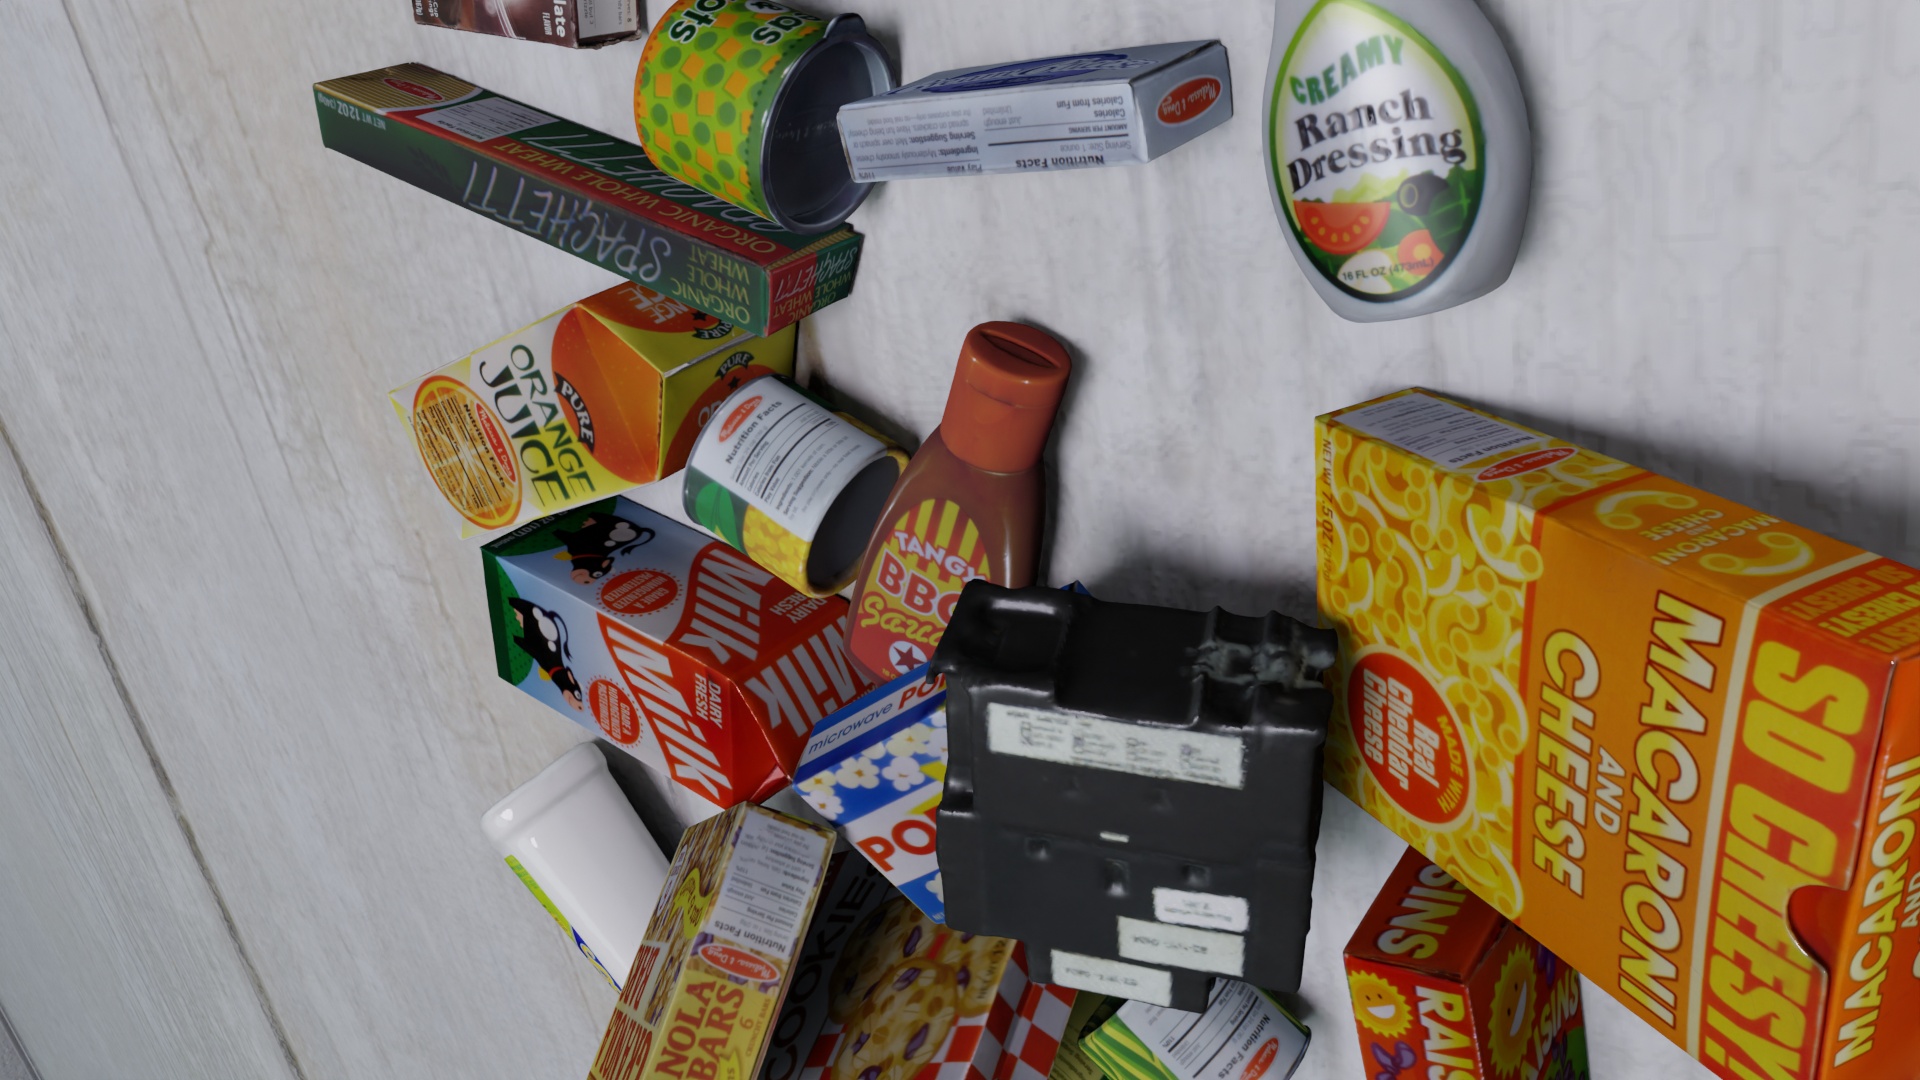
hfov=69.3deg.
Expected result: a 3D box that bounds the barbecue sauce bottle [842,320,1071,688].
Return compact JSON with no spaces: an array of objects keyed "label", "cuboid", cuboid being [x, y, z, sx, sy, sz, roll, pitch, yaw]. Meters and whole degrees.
[{"label":"barbecue sauce bottle","cuboid":[0.002,-0.006,0.492,0.065,0.044,0.147,27,128,12]}]

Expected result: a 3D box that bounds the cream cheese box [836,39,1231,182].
[{"label":"cream cheese box","cuboid":[0.020,-0.124,0.405,0.104,0.053,0.024,7,120,36]}]

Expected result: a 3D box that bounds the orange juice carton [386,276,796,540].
[{"label":"orange juice carton","cuboid":[-0.142,-0.059,0.557,0.192,0.072,0.073,-12,106,42]}]

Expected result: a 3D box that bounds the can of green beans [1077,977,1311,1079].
[{"label":"can of green beans","cuboid":[0.086,0.184,0.516,0.058,0.071,0.071,44,133,11]}]

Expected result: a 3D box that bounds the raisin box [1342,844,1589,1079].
[{"label":"raisin box","cuboid":[0.159,0.154,0.426,0.040,0.086,0.123,1,114,40]}]

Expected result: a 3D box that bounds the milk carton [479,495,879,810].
[{"label":"milk carton","cuboid":[-0.112,0.050,0.594,0.191,0.073,0.073,22,126,27]}]

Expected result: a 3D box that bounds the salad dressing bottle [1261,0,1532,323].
[{"label":"salad dressing bottle","cuboid":[0.100,-0.130,0.344,0.064,0.044,0.147,-4,111,38]}]

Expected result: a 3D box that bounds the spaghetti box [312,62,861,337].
[{"label":"spaghetti box","cuboid":[-0.151,-0.137,0.536,0.250,0.050,0.028,26,129,25]}]

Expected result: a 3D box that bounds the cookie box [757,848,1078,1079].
[{"label":"cookie box","cuboid":[-0.023,0.178,0.557,0.167,0.123,0.040,-23,119,43]}]

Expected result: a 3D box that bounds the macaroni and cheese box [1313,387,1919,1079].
[{"label":"macaroni and cheese box","cuboid":[0.155,0.044,0.347,0.167,0.040,0.123,-141,38,-58]}]

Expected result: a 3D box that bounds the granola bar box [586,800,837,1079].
[{"label":"granola bar box","cuboid":[-0.102,0.172,0.544,0.039,0.124,0.165,24,159,-11]}]

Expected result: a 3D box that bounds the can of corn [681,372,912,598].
[{"label":"can of corn","cuboid":[-0.059,-0.019,0.519,0.058,0.071,0.070,32,130,20]}]

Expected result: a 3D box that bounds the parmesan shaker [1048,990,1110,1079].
[{"label":"parmesan shaker","cuboid":[0.031,0.230,0.559,0.071,0.103,0.071,19,125,30]}]

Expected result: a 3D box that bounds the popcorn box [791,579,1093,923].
[{"label":"popcorn box","cuboid":[0.014,0.080,0.495,0.126,0.038,0.085,-31,112,28]}]

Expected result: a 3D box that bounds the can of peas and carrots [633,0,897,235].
[{"label":"can of peas and carrots","cuboid":[-0.063,-0.143,0.451,0.059,0.071,0.070,28,128,25]}]
